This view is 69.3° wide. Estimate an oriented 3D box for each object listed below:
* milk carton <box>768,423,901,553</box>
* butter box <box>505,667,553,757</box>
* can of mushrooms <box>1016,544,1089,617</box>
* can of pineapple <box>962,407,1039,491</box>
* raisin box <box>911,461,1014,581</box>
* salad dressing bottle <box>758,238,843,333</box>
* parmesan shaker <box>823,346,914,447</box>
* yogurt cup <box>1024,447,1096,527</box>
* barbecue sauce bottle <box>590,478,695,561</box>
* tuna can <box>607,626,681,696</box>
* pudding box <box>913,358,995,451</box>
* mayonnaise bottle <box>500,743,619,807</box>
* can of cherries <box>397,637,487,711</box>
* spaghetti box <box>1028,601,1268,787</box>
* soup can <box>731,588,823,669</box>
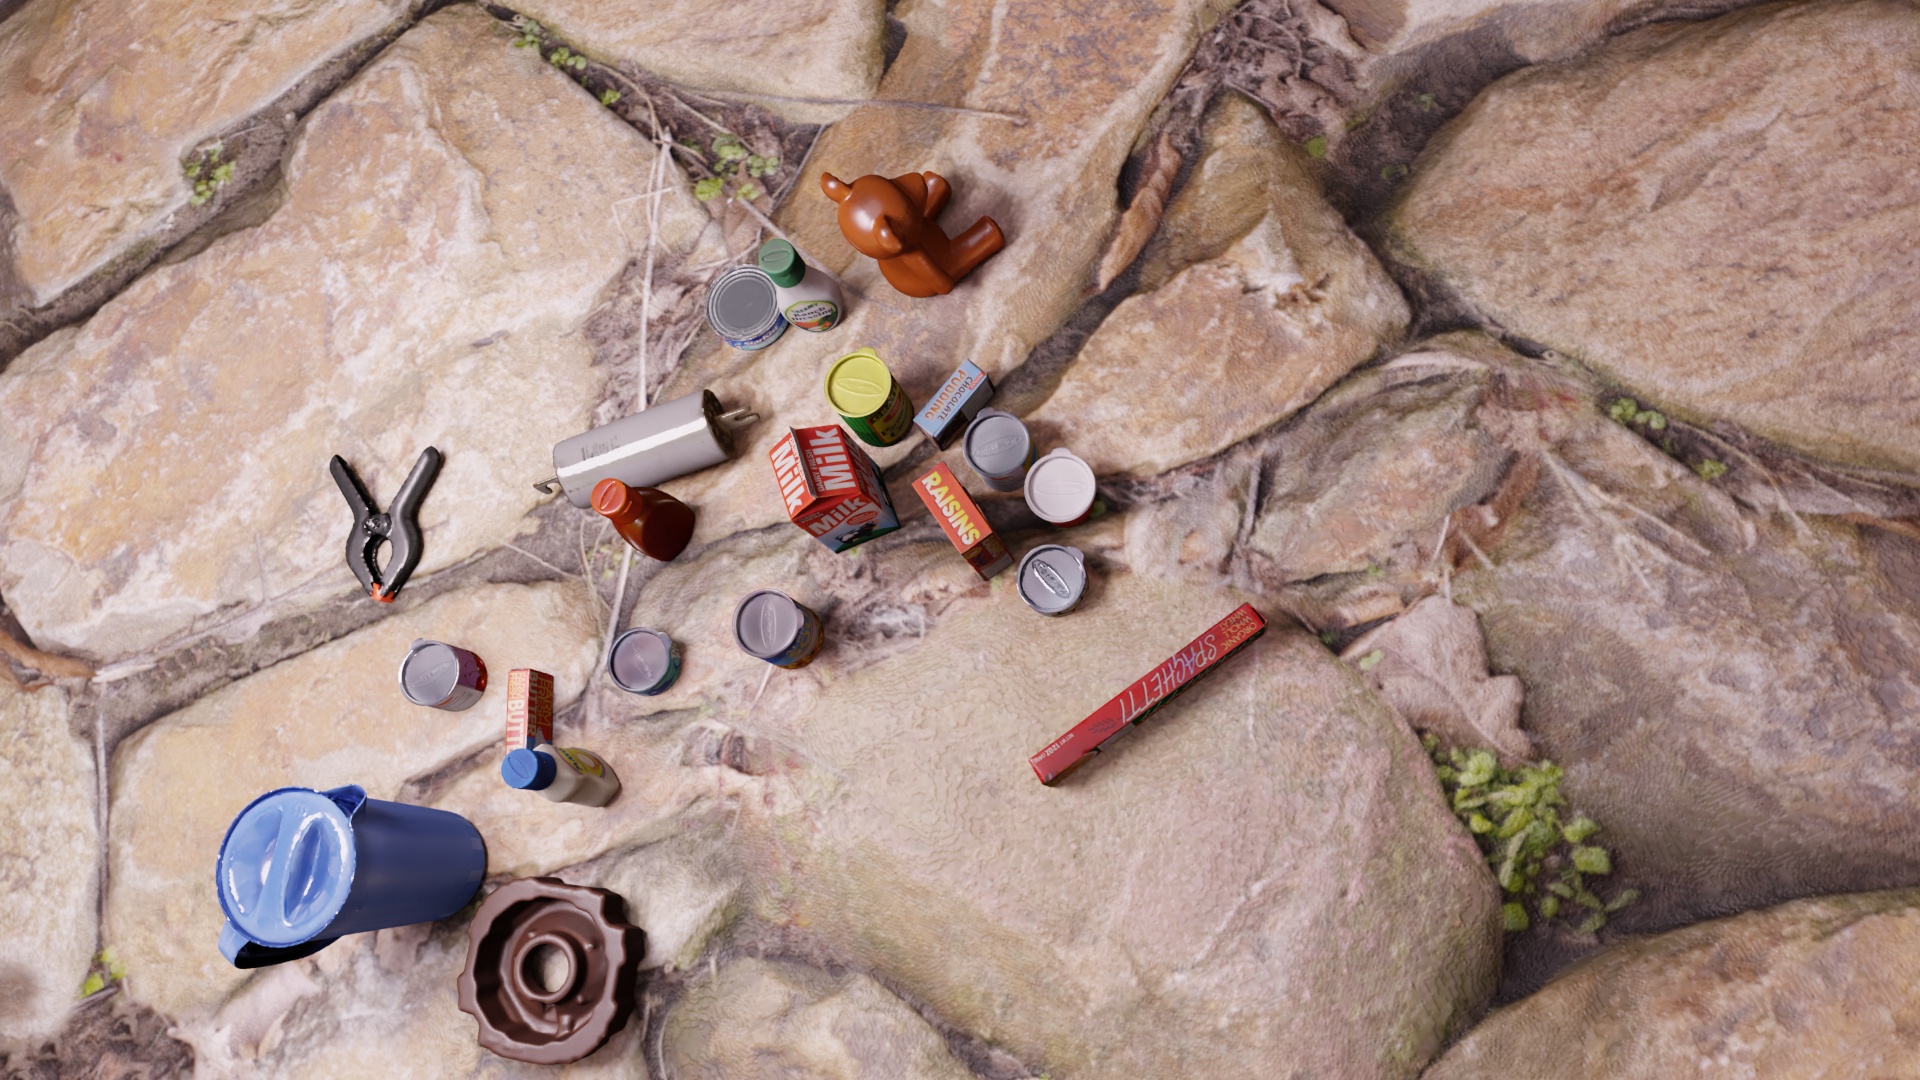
[{"bbox_3d":[-0.121,-0.050,1.302,0.073,0.190,0.072,-22,73,6],"label":"milk carton"},{"bbox_3d":[-0.428,0.181,1.381,0.024,0.053,0.103,-6,75,11],"label":"butter box"},{"bbox_3d":[0.090,0.037,1.319,0.071,0.033,0.071,-3,76,11],"label":"can of mushrooms"},{"bbox_3d":[0.040,-0.087,1.348,0.071,0.057,0.071,-3,76,11],"label":"can of pineapple"},{"bbox_3d":[0.005,-0.016,1.303,0.040,0.123,0.086,-35,72,2],"label":"raisin box"},{"bbox_3d":[-0.160,-0.253,1.384,0.064,0.147,0.044,-11,75,9],"label":"salad dressing bottle"},{"bbox_3d":[-0.086,-0.139,1.363,0.071,0.103,0.071,-3,76,11],"label":"parmesan shaker"},{"bbox_3d":[0.098,-0.045,1.327,0.072,0.054,0.072,-3,76,11],"label":"yogurt cup"},{"bbox_3d":[-0.311,-0.024,1.357,0.044,0.148,0.065,26,83,16],"label":"barbecue sauce bottle"},{"bbox_3d":[-0.312,0.119,1.382,0.071,0.033,0.071,-3,76,11],"label":"tuna can"},{"bbox_3d":[-0.005,-0.133,1.373,0.030,0.049,0.084,40,87,18],"label":"pudding box"},{"bbox_3d":[-0.379,0.220,1.311,0.065,0.148,0.041,41,88,18],"label":"mayonnaise bottle"},{"bbox_3d":[-0.525,0.136,1.409,0.071,0.058,0.071,-3,76,11],"label":"can of cherries"},{"bbox_3d":[0.172,0.141,1.267,0.250,0.050,0.029,-36,72,1],"label":"spaghetti box"},{"bbox_3d":[-0.171,0.086,1.335,0.071,0.083,0.071,-3,76,11],"label":"soup can"}]
